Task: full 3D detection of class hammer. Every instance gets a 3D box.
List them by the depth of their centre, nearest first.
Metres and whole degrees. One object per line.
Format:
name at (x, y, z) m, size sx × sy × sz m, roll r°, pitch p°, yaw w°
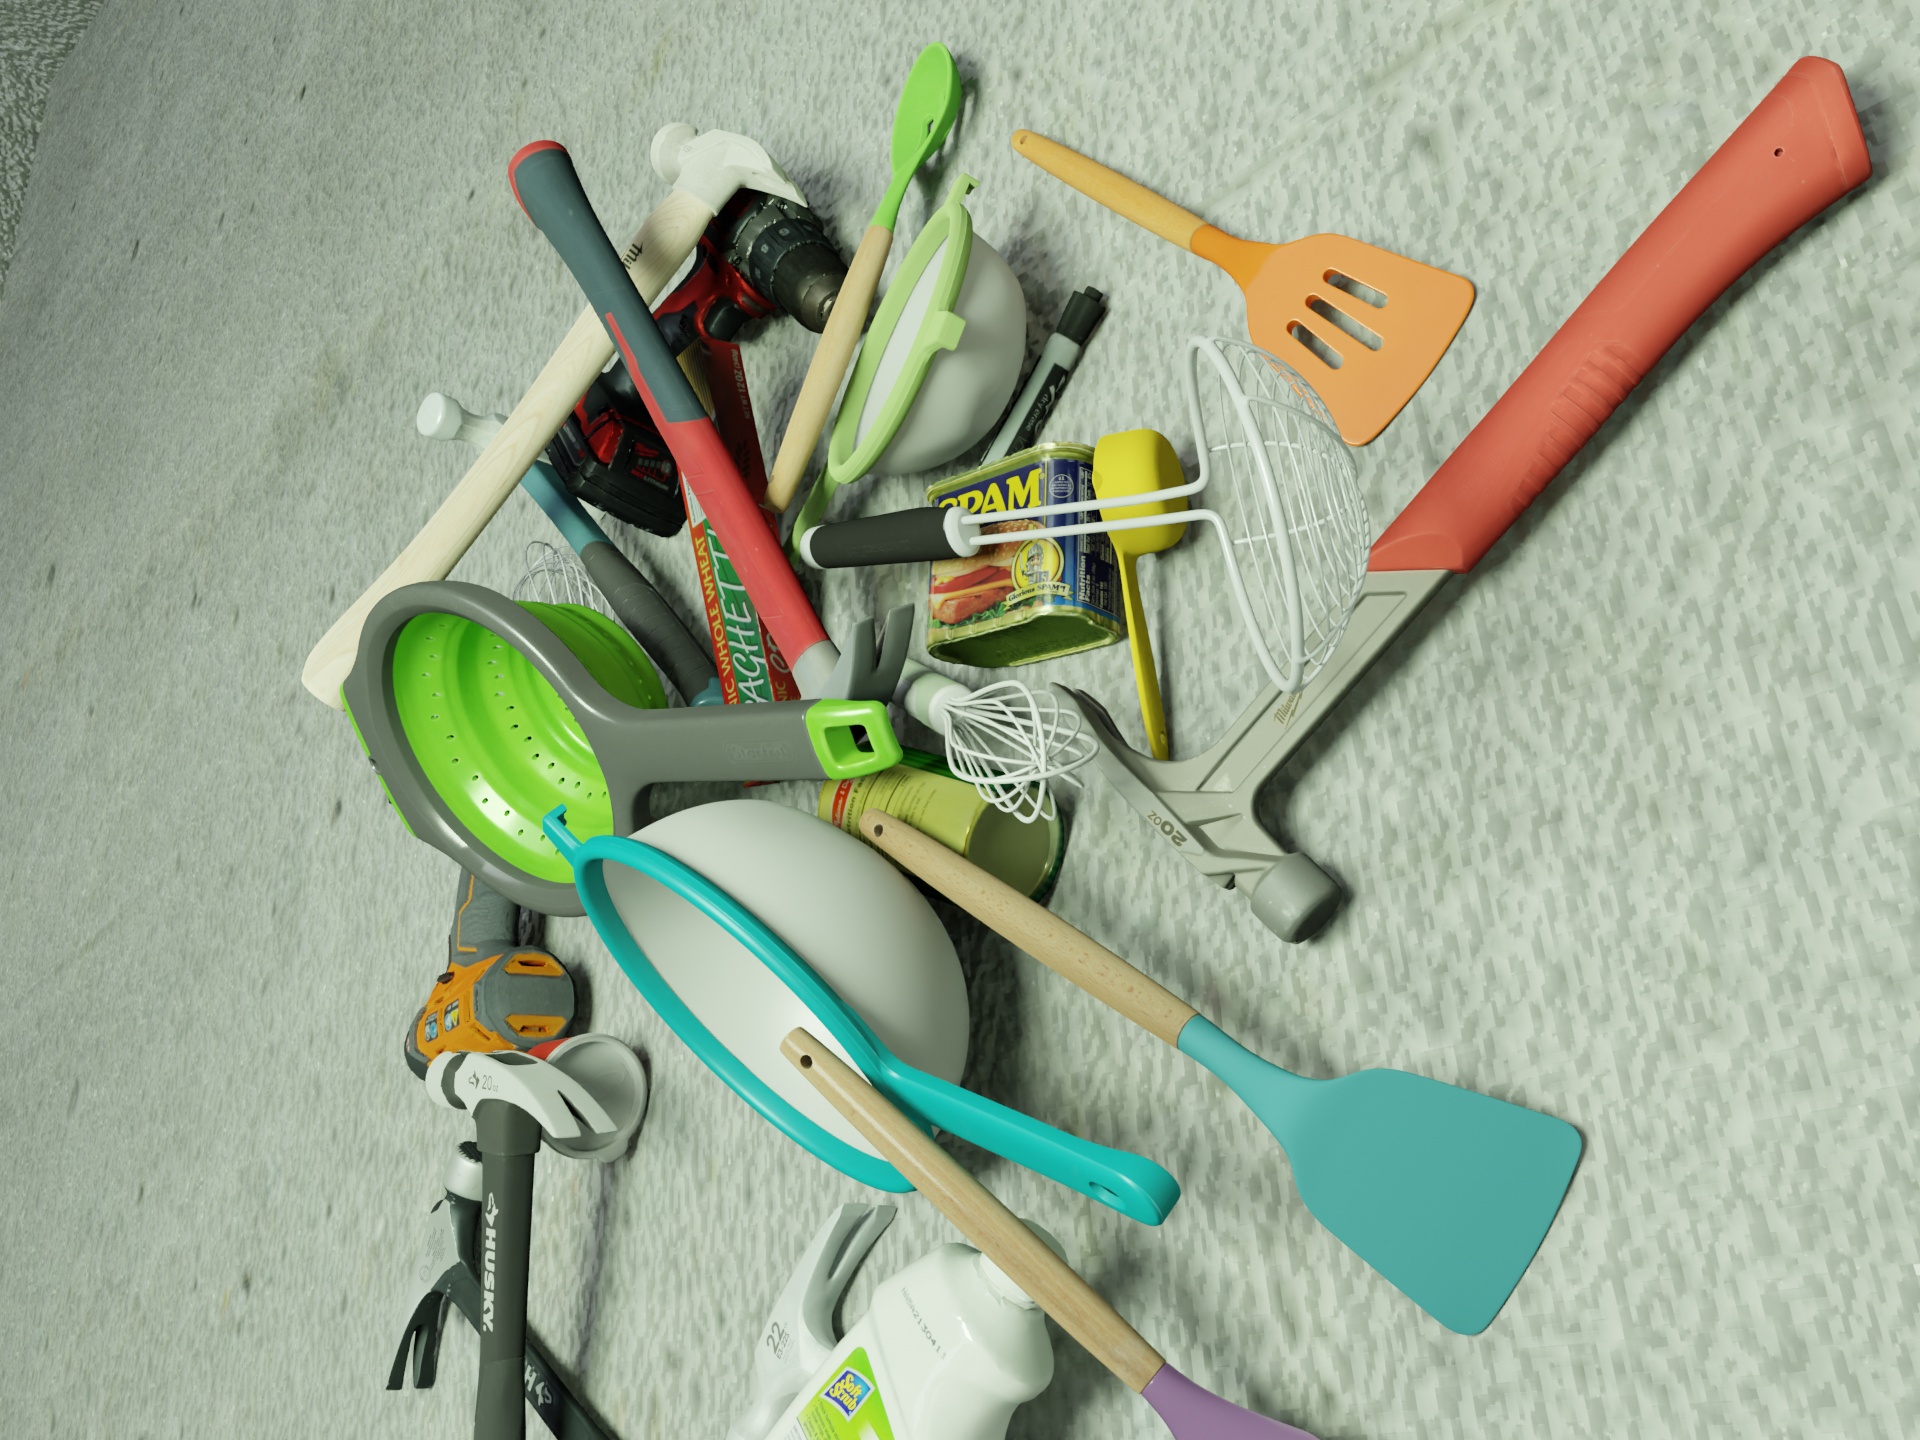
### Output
hammer at (0.046, 0.327, 0.603) m, size 0.406 × 0.035 × 0.144 m, roll 18°, pitch 89°, yaw 47°
hammer at (0.190, -0.092, 0.604) m, size 0.359 × 0.036 × 0.149 m, roll -51°, pitch 60°, yaw 16°
hammer at (-0.232, 0.341, 0.812) m, size 0.146 × 0.035 × 0.335 m, roll -7°, pitch 80°, yaw 46°
hammer at (-0.139, -0.161, 0.814) m, size 0.387 × 0.038 × 0.143 m, roll 60°, pitch 151°, yaw 17°
hammer at (-0.198, 0.382, 0.828) m, size 0.409 × 0.036 × 0.149 m, roll 25°, pitch 94°, yaw 47°
hammer at (-0.247, -0.174, 0.934) m, size 0.410 × 0.038 × 0.146 m, roll -54°, pitch 43°, yaw -1°
hammer at (-0.219, -0.095, 0.984) m, size 0.033 × 0.128 × 0.331 m, roll -54°, pitch 54°, yaw 17°

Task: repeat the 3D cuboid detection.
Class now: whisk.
whisk at (-0.001, -0.002, 0.717) m, size 0.246 × 0.059 × 0.057 m, roll -150°, pitch 48°, yaw -70°
whisk at (-0.230, 0.002, 0.994) m, size 0.070 × 0.070 × 0.285 m, roll -38°, pitch 57°, yaw 29°

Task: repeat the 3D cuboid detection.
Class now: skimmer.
skimmer at (0.019, -0.075, 0.654) m, size 0.363 × 0.090 × 0.127 m, roll 2°, pitch 113°, yaw 51°

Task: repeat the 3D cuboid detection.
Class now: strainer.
strainer at (-0.025, 0.115, 0.674) m, size 0.340 × 0.210 × 0.095 m, roll 11°, pitch 48°, yaw 46°
strainer at (-0.030, -0.148, 0.846) m, size 0.152 × 0.069 × 0.256 m, roll -86°, pitch 23°, yaw -45°

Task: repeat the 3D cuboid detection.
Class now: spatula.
spatula at (0.048, 0.218, 0.569) m, size 0.316 × 0.018 × 0.060 m, roll 39°, pitch 100°, yaw 20°
spatula at (0.073, 0.109, 0.615) m, size 0.318 × 0.044 × 0.082 m, roll 30°, pitch 99°, yaw 37°
spatula at (0.109, -0.233, 0.764) m, size 0.081 × 0.041 × 0.323 m, roll -55°, pitch 41°, yaw 14°

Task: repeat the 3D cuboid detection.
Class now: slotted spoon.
slotted spoon at (-0.053, -0.249, 0.883) m, size 0.070 × 0.031 × 0.314 m, roll -20°, pitch 47°, yaw 58°

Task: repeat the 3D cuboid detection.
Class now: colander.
colander at (-0.167, -0.002, 0.839) m, size 0.397 × 0.094 × 0.204 m, roll -3°, pitch 116°, yaw 38°

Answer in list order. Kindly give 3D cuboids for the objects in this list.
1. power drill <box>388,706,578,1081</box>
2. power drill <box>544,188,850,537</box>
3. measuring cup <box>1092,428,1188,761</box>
power drill at (-0.310, 0.115, 1.006) m, size 0.164 × 0.084 × 0.227 m, roll -31°, pitch 58°, yaw 41°
power drill at (-0.159, -0.227, 0.992) m, size 0.226 × 0.080 × 0.188 m, roll -51°, pitch 46°, yaw 14°
measuring cup at (0.089, -0.055, 0.704) m, size 0.029 × 0.062 × 0.157 m, roll -13°, pitch 77°, yaw 25°
